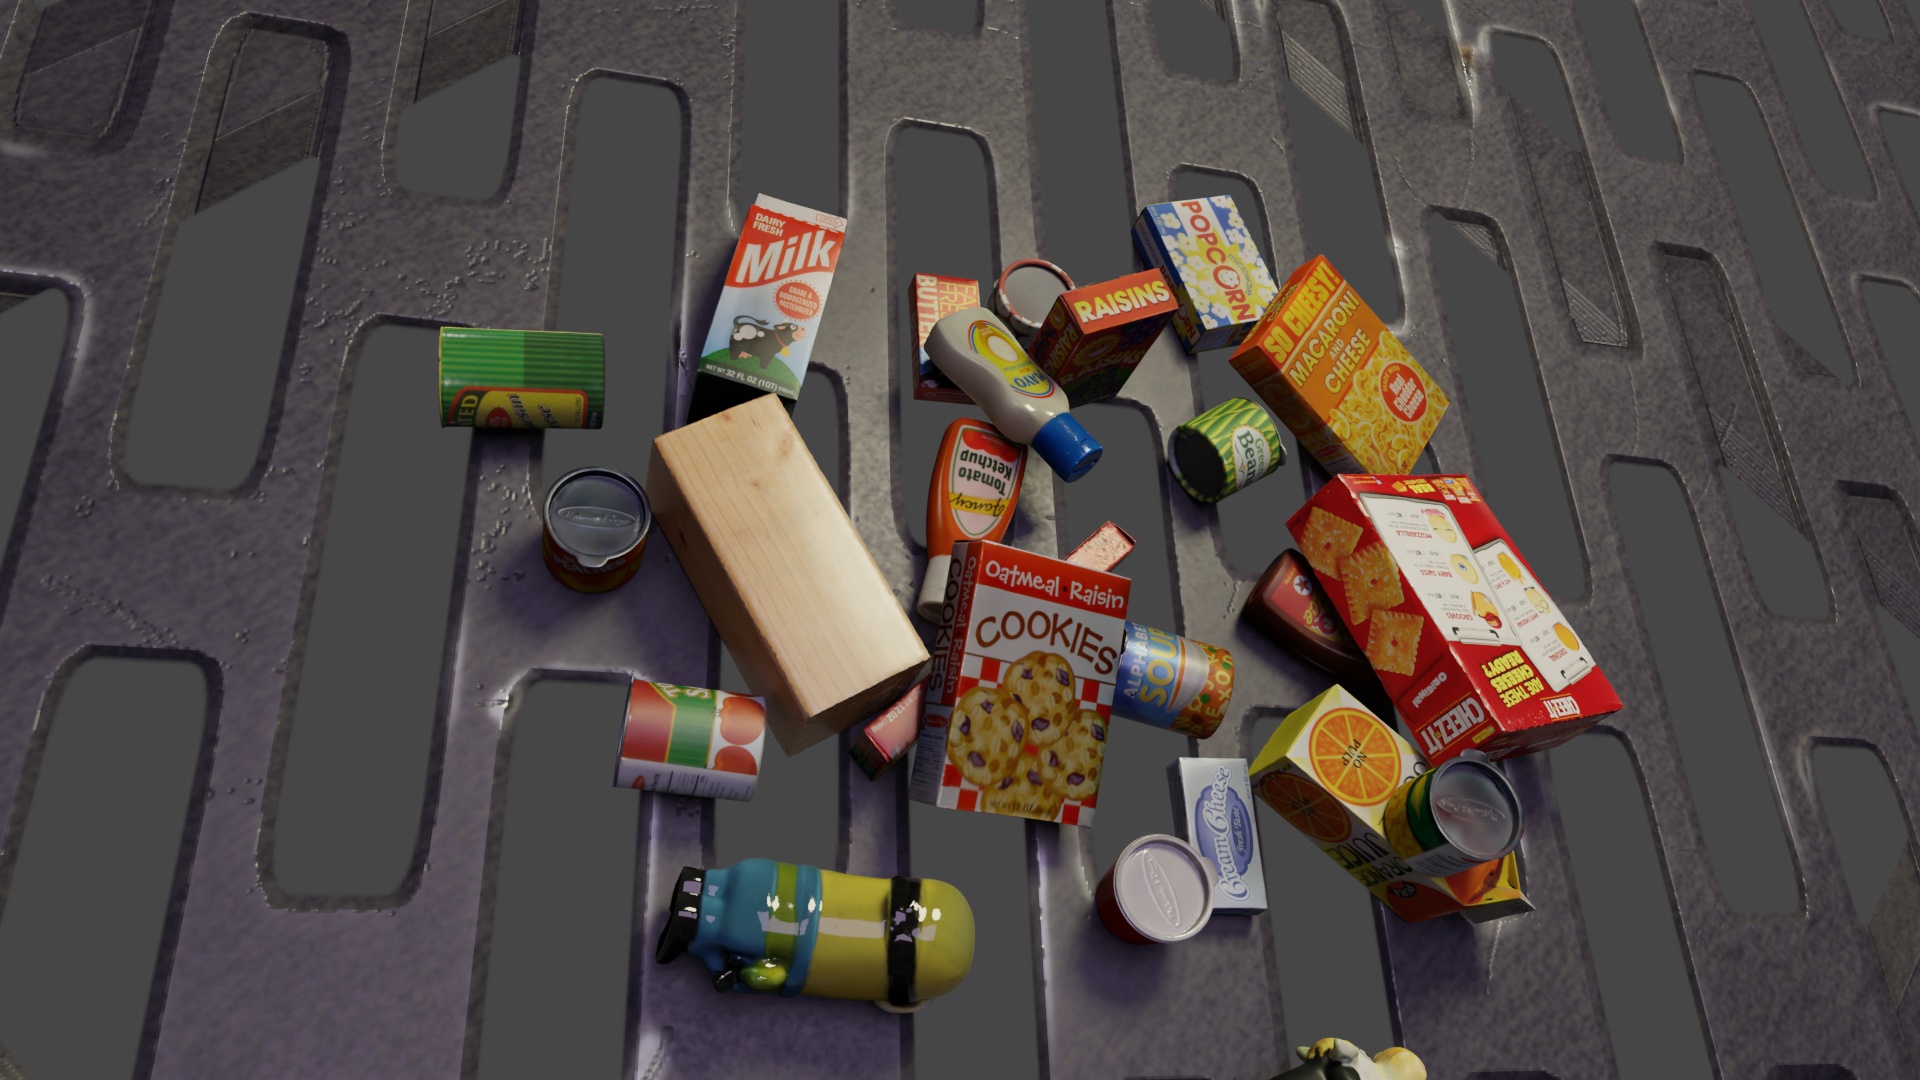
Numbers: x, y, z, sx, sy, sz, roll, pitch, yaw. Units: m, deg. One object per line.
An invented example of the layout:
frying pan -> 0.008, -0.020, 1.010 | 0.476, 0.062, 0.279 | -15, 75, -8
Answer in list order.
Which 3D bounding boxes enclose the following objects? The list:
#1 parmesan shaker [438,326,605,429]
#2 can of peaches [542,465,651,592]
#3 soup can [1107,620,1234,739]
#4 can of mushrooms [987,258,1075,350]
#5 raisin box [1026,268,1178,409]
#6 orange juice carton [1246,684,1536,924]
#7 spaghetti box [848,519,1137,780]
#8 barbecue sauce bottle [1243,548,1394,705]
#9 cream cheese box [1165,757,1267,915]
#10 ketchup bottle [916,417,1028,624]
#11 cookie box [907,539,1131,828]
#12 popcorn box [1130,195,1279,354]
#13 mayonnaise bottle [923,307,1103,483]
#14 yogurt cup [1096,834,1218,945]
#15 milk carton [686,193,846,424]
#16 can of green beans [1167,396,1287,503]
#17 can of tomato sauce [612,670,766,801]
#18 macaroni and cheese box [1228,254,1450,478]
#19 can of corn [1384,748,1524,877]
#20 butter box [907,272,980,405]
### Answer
parmesan shaker -> -0.290, -0.108, 0.922 | 0.103, 0.071, 0.071 | 0, 65, -17
can of peaches -> -0.236, -0.004, 0.896 | 0.071, 0.057, 0.071 | 7, 64, -15
soup can -> 0.138, 0.094, 0.955 | 0.084, 0.071, 0.071 | 16, 61, -10
can of mushrooms -> 0.055, -0.187, 1.090 | 0.071, 0.033, 0.071 | 7, 64, -14
raisin box -> 0.097, -0.144, 1.030 | 0.086, 0.123, 0.040 | -18, 72, -24
orange juice carton -> 0.299, 0.195, 0.955 | 0.193, 0.071, 0.073 | 40, 61, 5
spaghetti box -> 0.026, 0.070, 0.945 | 0.251, 0.050, 0.029 | -39, 82, -29
barbecue sauce bottle -> 0.285, 0.073, 1.027 | 0.148, 0.043, 0.065 | 37, 58, 2
cream cheese box -> 0.173, 0.200, 0.941 | 0.053, 0.024, 0.104 | 4, 64, -14
ketchup bottle -> 0.004, -0.012, 0.982 | 0.065, 0.043, 0.149 | 21, 61, -12
cookie box -> 0.040, 0.092, 0.894 | 0.123, 0.040, 0.167 | 15, 80, -32
popcorn box -> 0.206, -0.222, 1.150 | 0.085, 0.038, 0.127 | -12, 69, -24
mayonnaise bottle -> 0.041, -0.105, 0.998 | 0.065, 0.041, 0.148 | -24, 65, -44
yogurt cup -> 0.122, 0.228, 0.894 | 0.072, 0.053, 0.072 | 7, 63, -14
milk carton -> -0.135, -0.169, 0.999 | 0.072, 0.073, 0.191 | 16, 61, -9
can of green beans -> 0.200, -0.068, 1.057 | 0.058, 0.071, 0.071 | -27, 75, -26
can of tomato sauce -> -0.165, 0.121, 0.851 | 0.083, 0.071, 0.071 | 9, 63, -14
macaroni and cheese box -> 0.304, -0.126, 1.109 | 0.166, 0.040, 0.124 | 45, 59, -11
can of corn -> 0.316, 0.176, 0.894 | 0.071, 0.058, 0.071 | 7, 63, -13
butter box -> -0.010, -0.153, 1.058 | 0.053, 0.024, 0.104 | 3, 64, -16
